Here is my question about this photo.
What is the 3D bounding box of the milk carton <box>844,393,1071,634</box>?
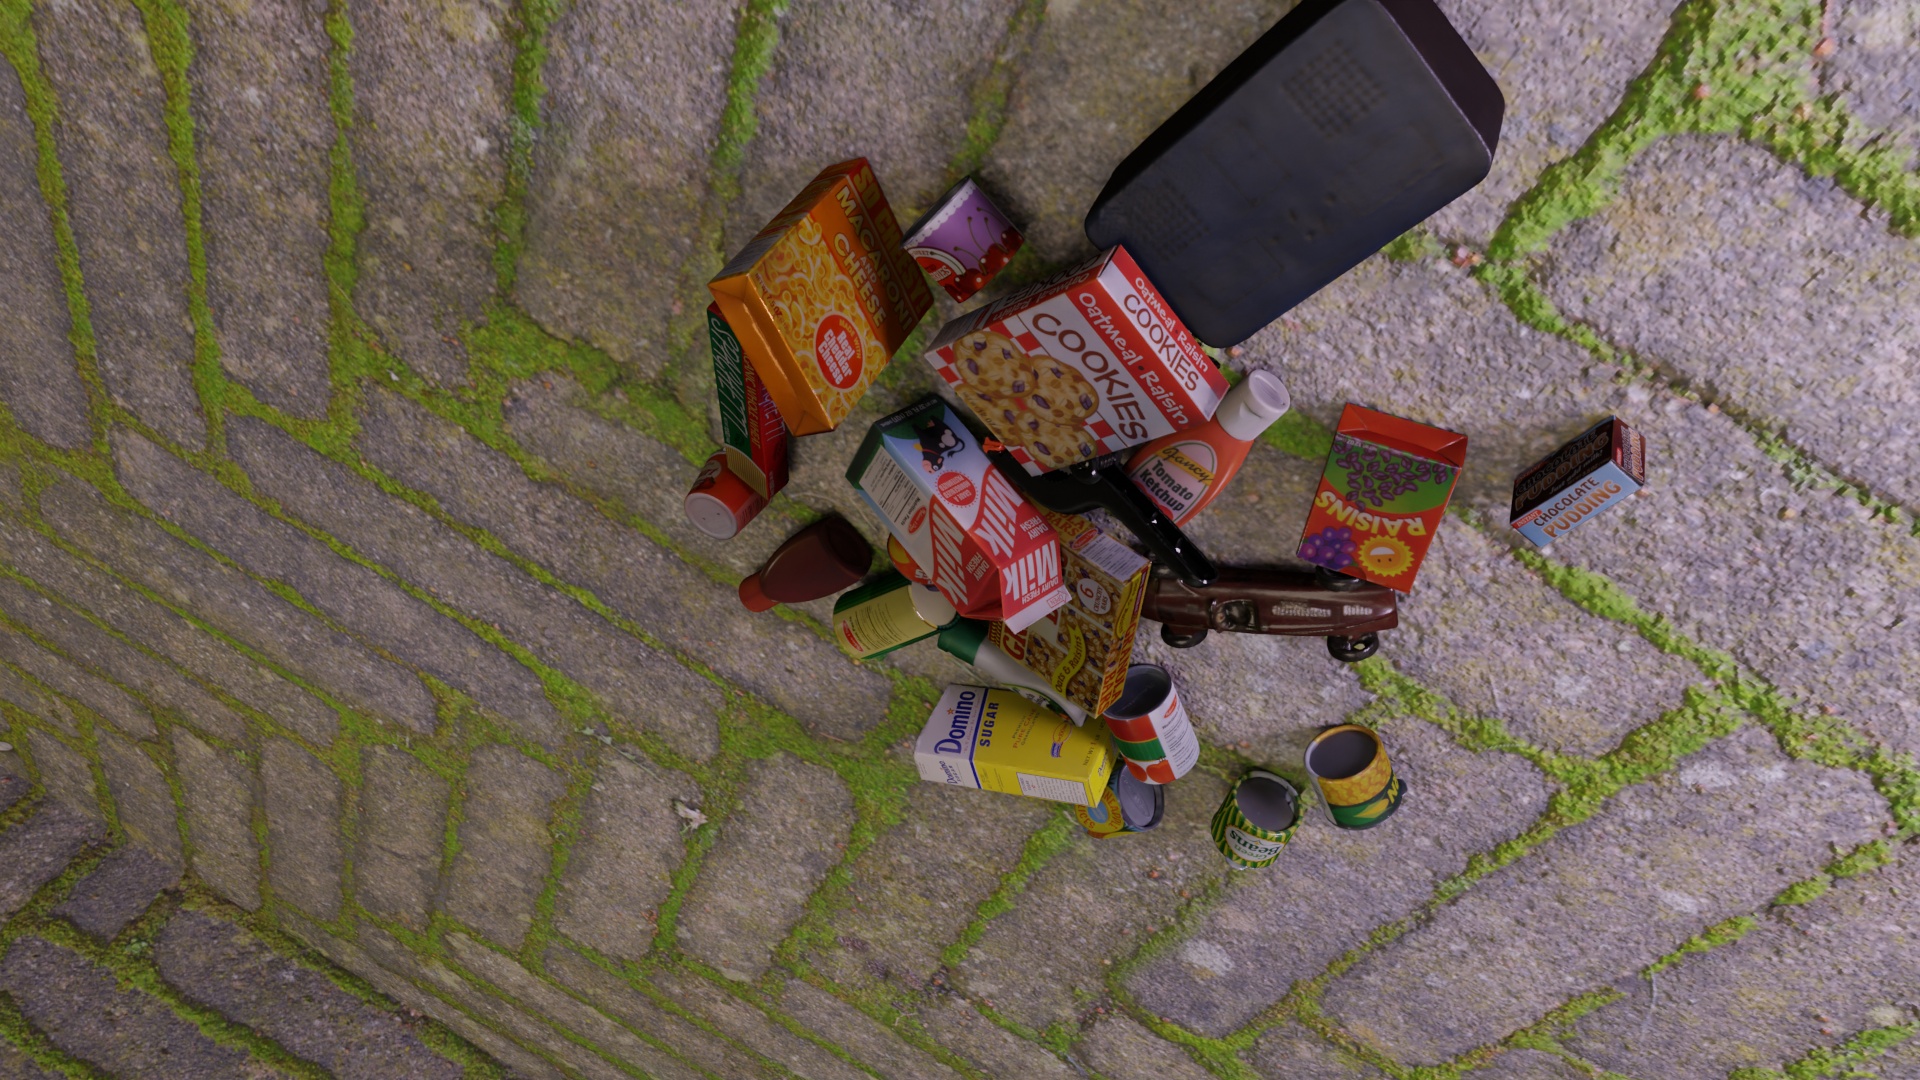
[{"bbox_3d":[0.004,-0.013,1.074,0.191,0.073,0.073,50,139,14],"label":"milk carton"}]

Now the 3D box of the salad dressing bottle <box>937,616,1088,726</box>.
[{"bbox_3d":[0.051,0.112,1.228,0.148,0.044,0.064,27,170,13],"label":"salad dressing bottle"}]

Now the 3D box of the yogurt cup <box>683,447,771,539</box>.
[{"bbox_3d":[-0.208,-0.038,1.231,0.072,0.054,0.072,16,136,16],"label":"yogurt cup"}]

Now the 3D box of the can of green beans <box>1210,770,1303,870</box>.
[{"bbox_3d":[0.261,0.246,1.224,0.071,0.071,0.057,24,137,8],"label":"can of green beans"}]

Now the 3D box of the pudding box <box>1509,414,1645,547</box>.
[{"bbox_3d":[0.397,-0.038,0.894,0.030,0.050,0.083,37,138,-9],"label":"pudding box"}]

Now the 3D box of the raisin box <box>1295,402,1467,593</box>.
[{"bbox_3d":[0.292,-0.028,0.970,0.086,0.040,0.122,18,137,13],"label":"raisin box"}]

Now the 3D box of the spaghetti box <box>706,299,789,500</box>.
[{"bbox_3d":[-0.165,-0.110,1.098,0.050,0.029,0.249,38,157,12],"label":"spaghetti box"}]

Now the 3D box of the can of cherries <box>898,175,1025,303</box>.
[{"bbox_3d":[0.000,-0.203,0.947,0.058,0.072,0.071,44,136,-16],"label":"can of cherries"}]

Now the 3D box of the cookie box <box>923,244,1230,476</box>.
[{"bbox_3d":[0.075,-0.115,0.923,0.167,0.040,0.122,-16,125,48],"label":"cookie box"}]

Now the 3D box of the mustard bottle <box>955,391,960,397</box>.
[{"bbox_3d":[0.055,-0.133,0.998,0.160,0.049,0.065,-16,119,39],"label":"mustard bottle"}]

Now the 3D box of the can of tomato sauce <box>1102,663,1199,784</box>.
[{"bbox_3d":[0.161,0.158,1.199,0.071,0.071,0.082,-4,128,32],"label":"can of tomato sauce"}]

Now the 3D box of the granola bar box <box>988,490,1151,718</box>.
[{"bbox_3d":[0.084,0.052,1.133,0.124,0.039,0.164,35,142,27],"label":"granola bar box"}]

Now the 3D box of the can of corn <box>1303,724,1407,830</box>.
[{"bbox_3d":[0.324,0.193,1.140,0.071,0.071,0.058,-8,125,34],"label":"can of corn"}]

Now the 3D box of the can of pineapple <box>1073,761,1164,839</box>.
[{"bbox_3d":[0.144,0.239,1.281,0.057,0.071,0.071,-24,115,42],"label":"can of pineapple"}]

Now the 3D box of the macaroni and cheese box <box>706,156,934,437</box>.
[{"bbox_3d":[-0.091,-0.170,0.957,0.040,0.167,0.123,-6,126,33],"label":"macaroni and cheese box"}]

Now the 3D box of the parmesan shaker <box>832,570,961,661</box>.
[{"bbox_3d":[-0.054,0.064,1.230,0.102,0.072,0.071,-23,116,41],"label":"parmesan shaker"}]

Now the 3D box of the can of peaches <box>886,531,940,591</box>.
[{"bbox_3d":[-0.019,-0.003,1.146,0.071,0.071,0.057,33,137,-2],"label":"can of peaches"}]

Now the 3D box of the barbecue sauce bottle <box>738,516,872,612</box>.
[{"bbox_3d":[-0.148,0.029,1.267,0.148,0.044,0.065,-26,114,43],"label":"barbecue sauce bottle"}]

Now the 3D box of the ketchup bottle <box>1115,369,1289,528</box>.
[{"bbox_3d":[0.175,-0.066,0.997,0.065,0.044,0.148,43,136,0],"label":"ketchup bottle"}]
